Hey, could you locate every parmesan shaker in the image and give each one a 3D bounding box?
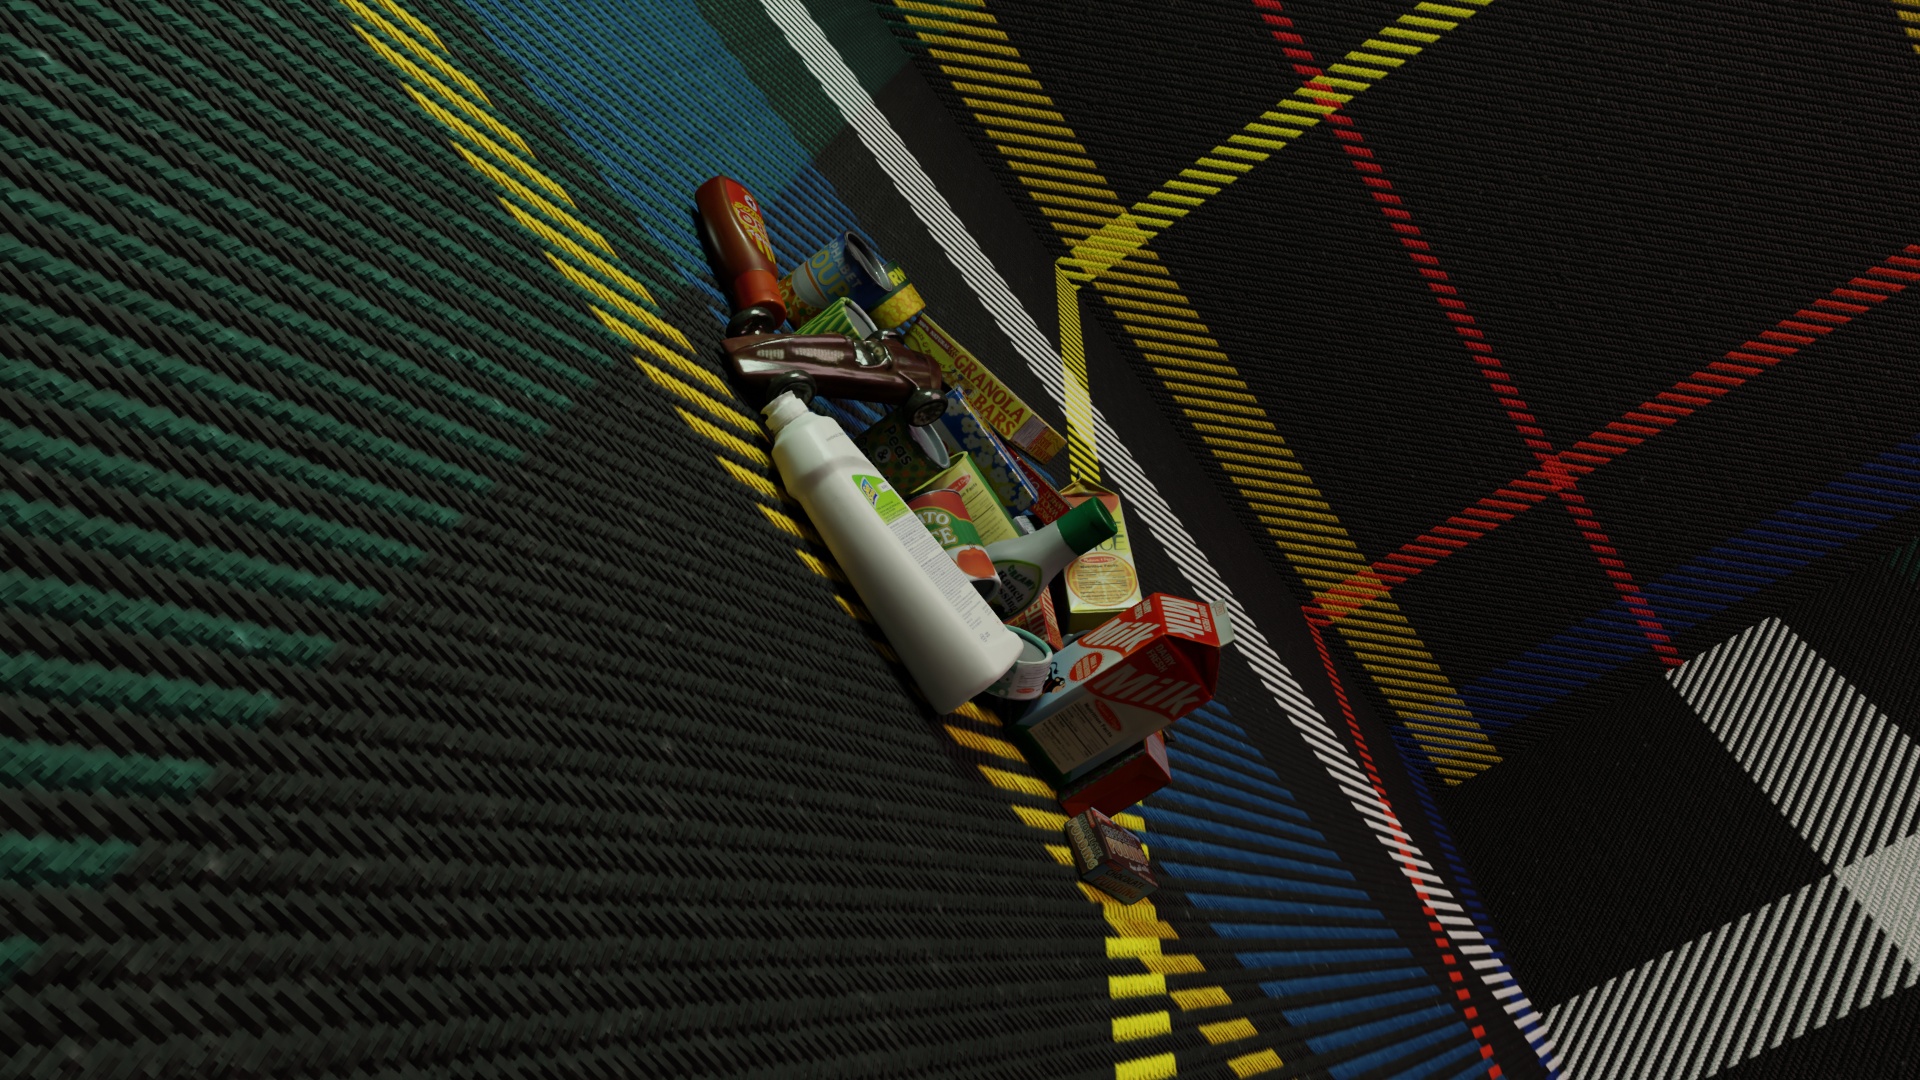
[{"bbox_3d":[0.004,-0.015,1.204,0.103,0.071,0.071,56,15,-12],"label":"parmesan shaker"}]

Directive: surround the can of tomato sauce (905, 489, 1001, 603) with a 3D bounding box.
[{"bbox_3d":[-0.015,0.012,1.089,0.071,0.071,0.083,28,33,-60],"label":"can of tomato sauce"}]

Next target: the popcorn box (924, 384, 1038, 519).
[{"bbox_3d":[0.000,-0.064,1.247,0.126,0.085,0.038,53,15,-10],"label":"popcorn box"}]

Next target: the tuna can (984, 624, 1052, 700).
[{"bbox_3d":[0.035,0.093,1.083,0.071,0.032,0.071,15,20,-6],"label":"tuna can"}]

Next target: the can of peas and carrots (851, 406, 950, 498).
[{"bbox_3d":[-0.052,-0.072,1.158,0.071,0.058,0.071,49,18,-22],"label":"can of peas and carrots"}]

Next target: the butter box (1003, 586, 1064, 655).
[{"bbox_3d":[0.056,0.074,1.199,0.024,0.053,0.104,45,19,-31],"label":"butter box"}]

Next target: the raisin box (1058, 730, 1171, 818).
[{"bbox_3d":[0.124,0.173,1.148,0.040,0.086,0.124,50,17,-19],"label":"raisin box"}]

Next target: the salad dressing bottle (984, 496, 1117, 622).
[{"bbox_3d":[0.059,0.017,1.147,0.064,0.147,0.044,51,17,-20],"label":"salad dressing bottle"}]

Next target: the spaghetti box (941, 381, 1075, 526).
[{"bbox_3d":[0.038,-0.085,1.380,0.251,0.028,0.050,47,8,35],"label":"spaghetti box"}]

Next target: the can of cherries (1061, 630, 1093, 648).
[{"bbox_3d":[0.129,0.119,1.304,0.058,0.071,0.072,28,32,-60],"label":"can of cherries"}]

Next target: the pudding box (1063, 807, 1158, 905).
[{"bbox_3d":[0.117,0.247,1.085,0.083,0.030,0.050,41,21,-45],"label":"pudding box"}]

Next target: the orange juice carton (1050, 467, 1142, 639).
[{"bbox_3d":[0.128,0.018,1.396,0.071,0.073,0.194,93,-7,-47],"label":"orange juice carton"}]

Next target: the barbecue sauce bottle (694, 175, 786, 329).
[{"bbox_3d":[-0.176,-0.230,1.129,0.064,0.043,0.149,39,24,-50],"label":"barbecue sauce bottle"}]

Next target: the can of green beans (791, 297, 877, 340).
[{"bbox_3d":[-0.103,-0.166,1.189,0.071,0.057,0.071,50,17,-21],"label":"can of green beans"}]

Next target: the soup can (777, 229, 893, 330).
[{"bbox_3d":[-0.114,-0.223,1.224,0.071,0.083,0.071,50,17,-21],"label":"soup can"}]

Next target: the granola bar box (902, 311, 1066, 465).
[{"bbox_3d":[0.024,-0.152,1.423,0.166,0.039,0.124,45,7,21],"label":"granola bar box"}]

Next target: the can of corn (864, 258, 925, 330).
[{"bbox_3d":[-0.076,-0.242,1.397,0.058,0.071,0.071,54,16,-10],"label":"can of corn"}]

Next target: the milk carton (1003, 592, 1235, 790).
[{"bbox_3d":[0.132,0.110,1.100,0.073,0.190,0.072,52,16,-19],"label":"milk carton"}]

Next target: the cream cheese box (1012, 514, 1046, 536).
[{"bbox_3d":[0.053,-0.001,1.336,0.024,0.053,0.104,56,15,7],"label":"cream cheese box"}]
